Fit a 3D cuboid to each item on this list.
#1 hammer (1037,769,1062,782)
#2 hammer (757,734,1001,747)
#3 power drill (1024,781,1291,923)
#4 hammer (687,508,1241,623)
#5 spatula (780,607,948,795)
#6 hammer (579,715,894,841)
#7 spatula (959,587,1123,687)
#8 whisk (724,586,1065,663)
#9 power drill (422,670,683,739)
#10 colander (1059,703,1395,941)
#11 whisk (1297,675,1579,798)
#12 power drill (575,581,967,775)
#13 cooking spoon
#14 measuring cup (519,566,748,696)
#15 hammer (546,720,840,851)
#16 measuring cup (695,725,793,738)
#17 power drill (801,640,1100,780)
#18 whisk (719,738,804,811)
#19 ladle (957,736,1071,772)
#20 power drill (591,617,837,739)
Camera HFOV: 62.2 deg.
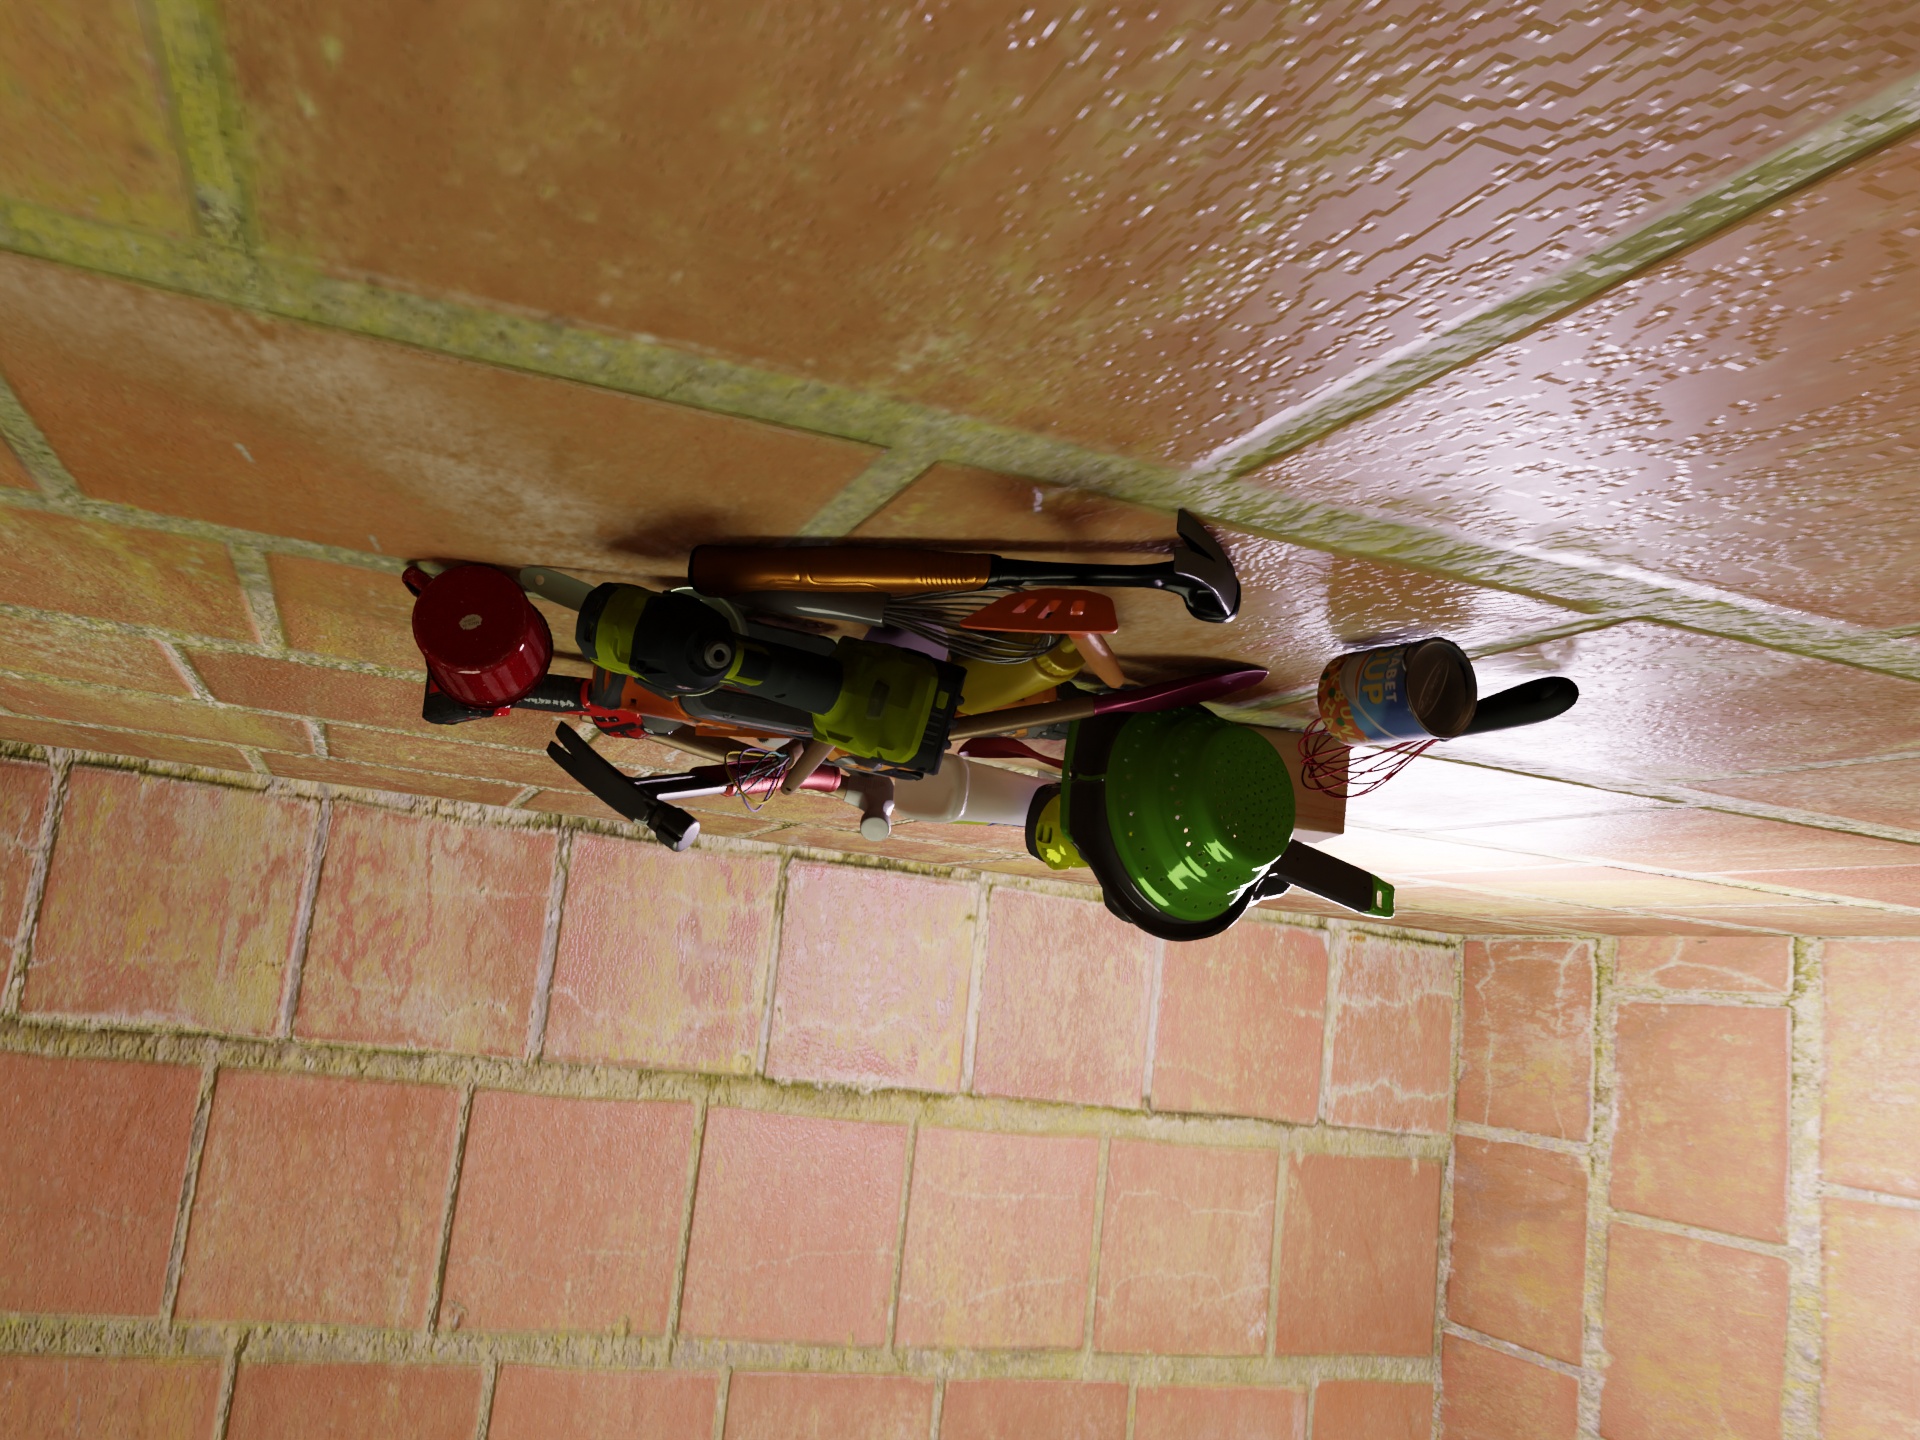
[{"bbox_3d":[0.160,0.061,1.712,0.128,0.033,0.331,6,170,-5],"label":"hammer"},{"bbox_3d":[-0.017,0.009,1.509,0.149,0.036,0.409,13,168,-42],"label":"hammer"},{"bbox_3d":[0.183,0.126,1.509,0.190,0.080,0.229,-1,-165,-29],"label":"power drill"},{"bbox_3d":[-0.011,-0.089,0.936,0.337,0.034,0.127,3,170,20],"label":"hammer"},{"bbox_3d":[-0.085,-0.005,1.232,0.059,0.018,0.316,29,146,-11],"label":"spatula"},{"bbox_3d":[-0.226,0.034,1.634,0.331,0.031,0.130,18,-153,-9],"label":"hammer"},{"bbox_3d":[0.072,-0.042,0.944,0.081,0.041,0.322,3,173,13],"label":"spatula"},{"bbox_3d":[-0.049,-0.075,1.026,0.239,0.055,0.055,10,171,9],"label":"whisk"},{"bbox_3d":[-0.345,-0.026,1.400,0.219,0.078,0.143,10,170,-37],"label":"power drill"},{"bbox_3d":[0.255,0.092,1.284,0.396,0.205,0.094,23,154,-34],"label":"colander"},{"bbox_3d":[0.355,0.008,1.216,0.073,0.073,0.296,10,164,-24],"label":"whisk"},{"bbox_3d":[-0.115,-0.030,1.016,0.223,0.080,0.171,16,180,-33],"label":"power drill"},{"bbox_3d":[0.073,-0.007,1.185,0.319,0.017,0.068,-10,167,-5],"label":"cooking spoon"},{"bbox_3d":[-0.227,-0.073,1.113,0.167,0.083,0.038,22,-174,4],"label":"measuring cup"},{"bbox_3d":[-0.213,0.048,1.437,0.149,0.036,0.359,35,-166,17],"label":"hammer"},{"bbox_3d":[-0.179,-0.011,1.463,0.095,0.052,0.173,2,-178,19],"label":"measuring cup"},{"bbox_3d":[-0.002,-0.004,1.304,0.185,0.084,0.226,13,163,-36],"label":"power drill"},{"bbox_3d":[-0.166,0.034,1.425,0.047,0.051,0.245,26,-170,4],"label":"whisk"},{"bbox_3d":[0.143,0.055,1.550,0.315,0.031,0.069,14,178,23],"label":"ladle"},{"bbox_3d":[-0.182,-0.029,1.264,0.164,0.084,0.226,11,173,-30],"label":"power drill"}]
